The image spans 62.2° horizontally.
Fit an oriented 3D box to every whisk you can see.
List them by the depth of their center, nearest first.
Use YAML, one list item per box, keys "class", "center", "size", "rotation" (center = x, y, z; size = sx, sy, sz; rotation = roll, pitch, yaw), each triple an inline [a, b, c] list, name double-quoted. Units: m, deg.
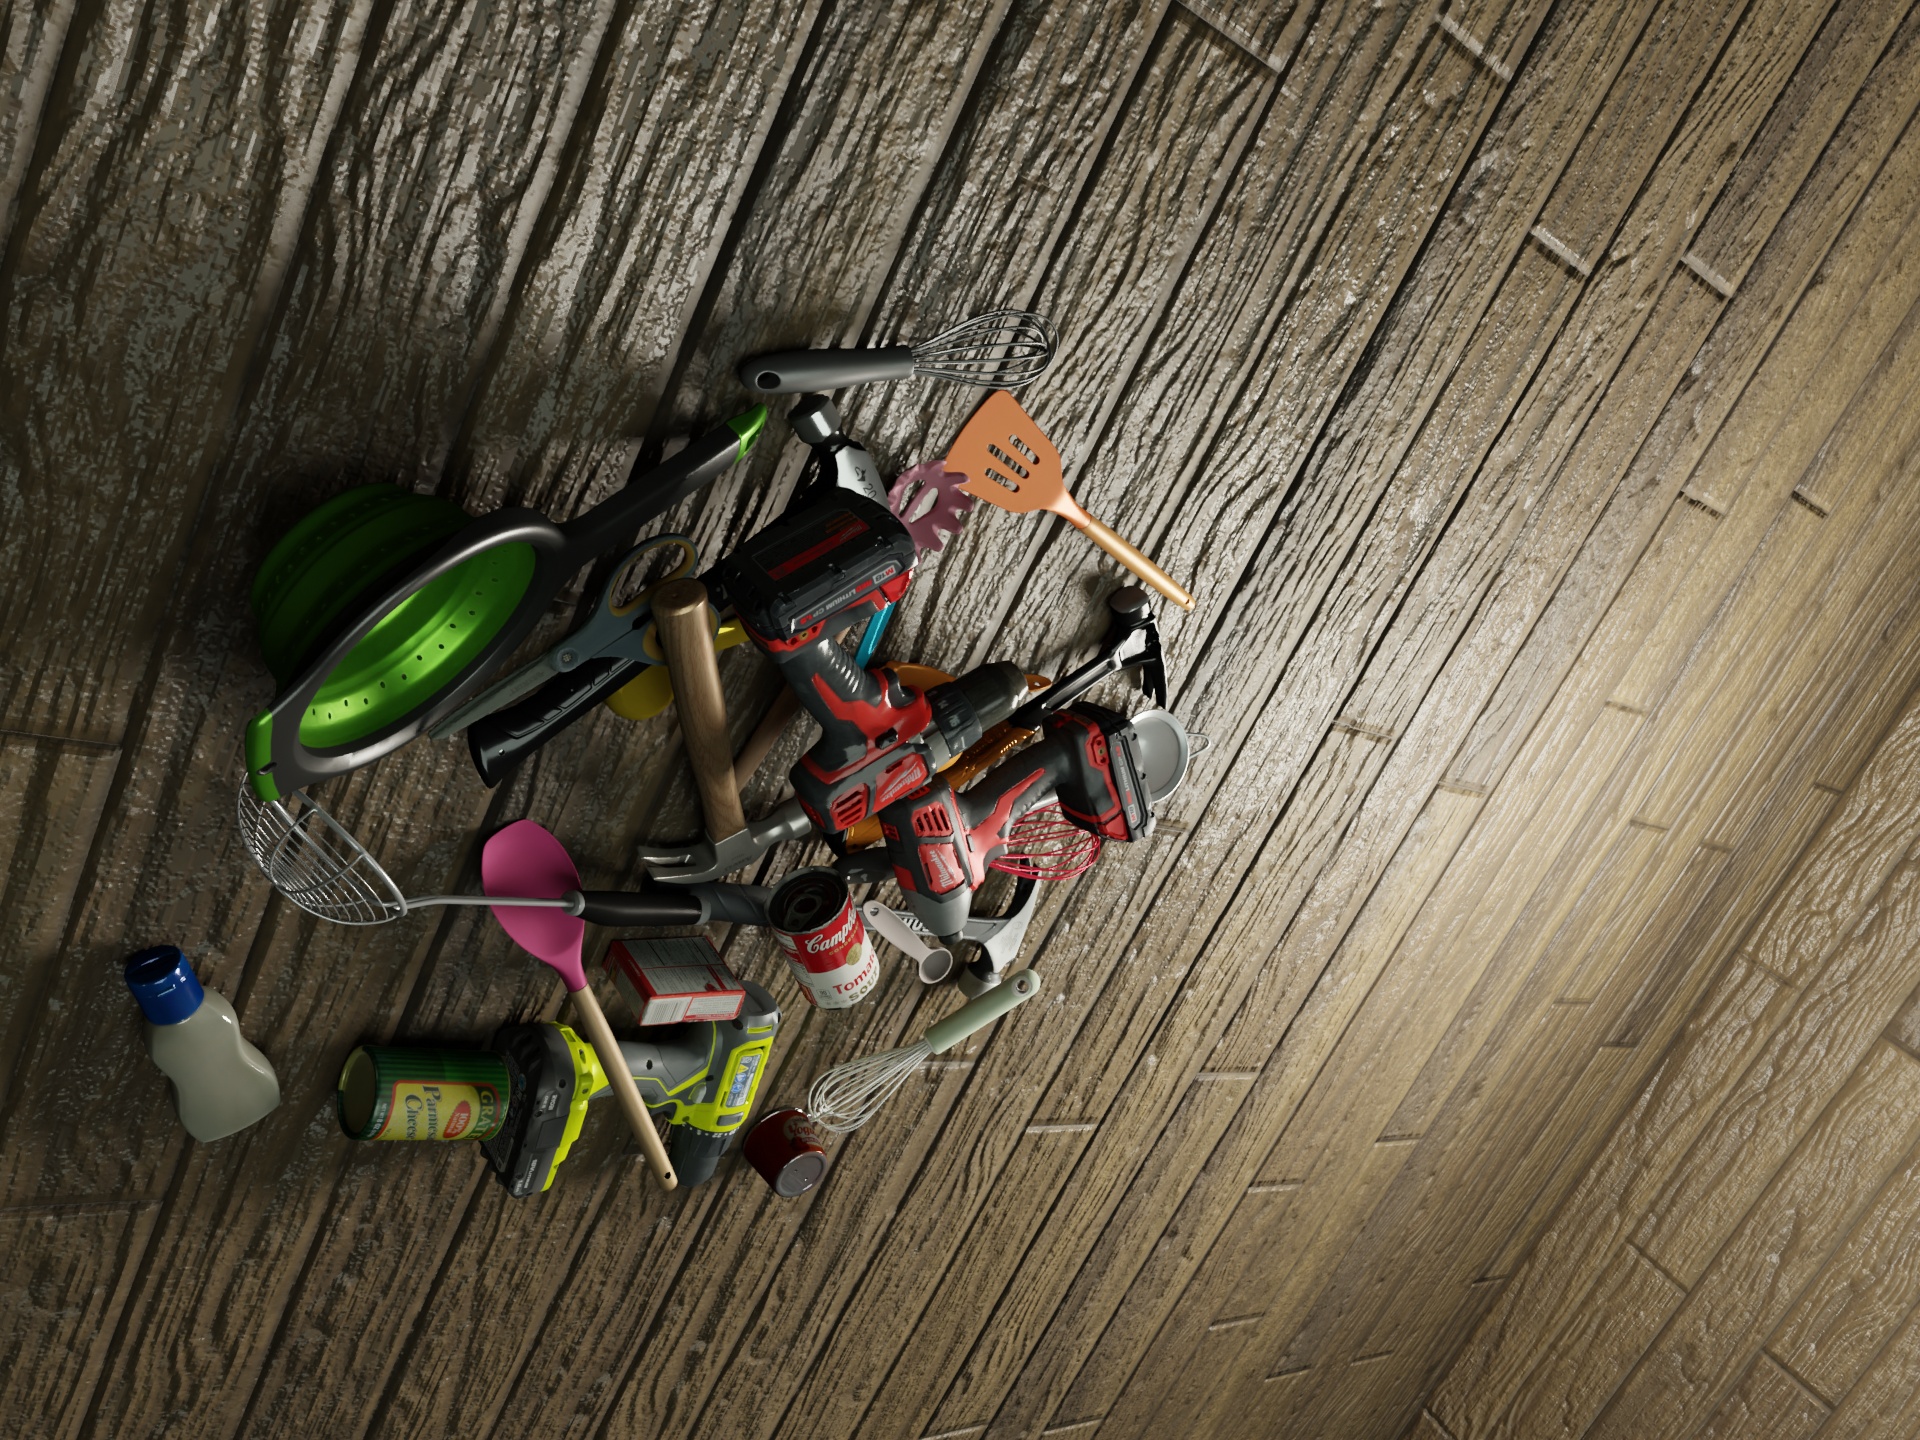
- class: "whisk"
  center: [-0.038, -0.246, 1.082]
  size: [0.239, 0.055, 0.055]
  rotation: [-12, 127, -26]
- class: "whisk"
  center: [0.014, 0.111, 1.351]
  size: [0.295, 0.073, 0.073]
  rotation: [-4, 122, -39]
- class: "whisk"
  center: [-0.033, 0.298, 1.448]
  size: [0.246, 0.058, 0.059]
  rotation: [-32, 175, 1]

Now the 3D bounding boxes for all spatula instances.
- class: "spatula"
  center: [0.105, -0.156, 1.277]
  size: [0.081, 0.041, 0.322]
  rotation: [-54, 141, 6]

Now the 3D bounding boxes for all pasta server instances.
- class: "pasta server"
  center: [-0.095, -0.058, 1.176]
  size: [0.060, 0.040, 0.316]
  rotation: [30, 101, -22]

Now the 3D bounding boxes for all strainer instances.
- class: "strainer"
  center: [0.113, 0.049, 1.397]
  size: [0.258, 0.050, 0.087]
  rotation: [-18, 106, -35]

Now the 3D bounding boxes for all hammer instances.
- class: "hammer"
  center: [-0.186, -0.066, 1.068]
  size: [0.335, 0.035, 0.146]
  rotation: [-38, 122, -13]
- class: "hammer"
  center: [-0.176, 0.017, 1.097]
  size: [0.130, 0.031, 0.331]
  rotation: [-27, 150, -18]
- class: "hammer"
  center: [0.033, 0.019, 1.336]
  size: [0.337, 0.034, 0.127]
  rotation: [-33, 134, -15]
- class: "hammer"
  center: [-0.090, 0.162, 1.341]
  size: [0.408, 0.036, 0.149]
  rotation: [13, 110, -43]

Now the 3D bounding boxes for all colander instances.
- class: "colander"
  center: [-0.281, -0.114, 0.954]
  size: [0.397, 0.094, 0.204]
  rotation: [-42, 174, -32]

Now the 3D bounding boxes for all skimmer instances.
- class: "skimmer"
  center: [-0.303, 0.093, 1.068]
  size: [0.363, 0.127, 0.090]
  rotation: [11, 94, -49]

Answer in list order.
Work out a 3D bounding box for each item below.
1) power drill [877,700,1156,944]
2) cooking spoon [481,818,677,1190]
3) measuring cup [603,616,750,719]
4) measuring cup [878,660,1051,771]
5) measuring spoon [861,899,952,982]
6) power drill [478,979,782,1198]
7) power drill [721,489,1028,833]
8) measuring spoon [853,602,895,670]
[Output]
- class: "power drill"
  center: [0.043, 0.083, 1.284]
  size: [0.219, 0.079, 0.143]
  rotation: [-24, 113, -23]
- class: "cooking spoon"
  center: [-0.272, 0.217, 1.170]
  size: [0.069, 0.017, 0.318]
  rotation: [-34, 114, -37]
- class: "measuring cup"
  center: [-0.181, -0.046, 1.121]
  size: [0.156, 0.029, 0.062]
  rotation: [-24, 132, -20]
- class: "measuring cup"
  center: [-0.002, -0.004, 1.254]
  size: [0.173, 0.095, 0.052]
  rotation: [-9, 134, -37]
- class: "measuring spoon"
  center: [-0.049, 0.184, 1.357]
  size: [0.034, 0.018, 0.124]
  rotation: [-47, 129, -6]
- class: "power drill"
  center: [-0.265, 0.309, 1.280]
  size: [0.228, 0.080, 0.190]
  rotation: [1, 118, -42]
- class: "power drill"
  center: [-0.051, -0.043, 1.094]
  size: [0.188, 0.080, 0.226]
  rotation: [-31, 133, -15]
- class: "measuring spoon"
  center: [-0.080, -0.056, 1.209]
  size: [0.042, 0.021, 0.128]
  rotation: [18, 99, -61]
